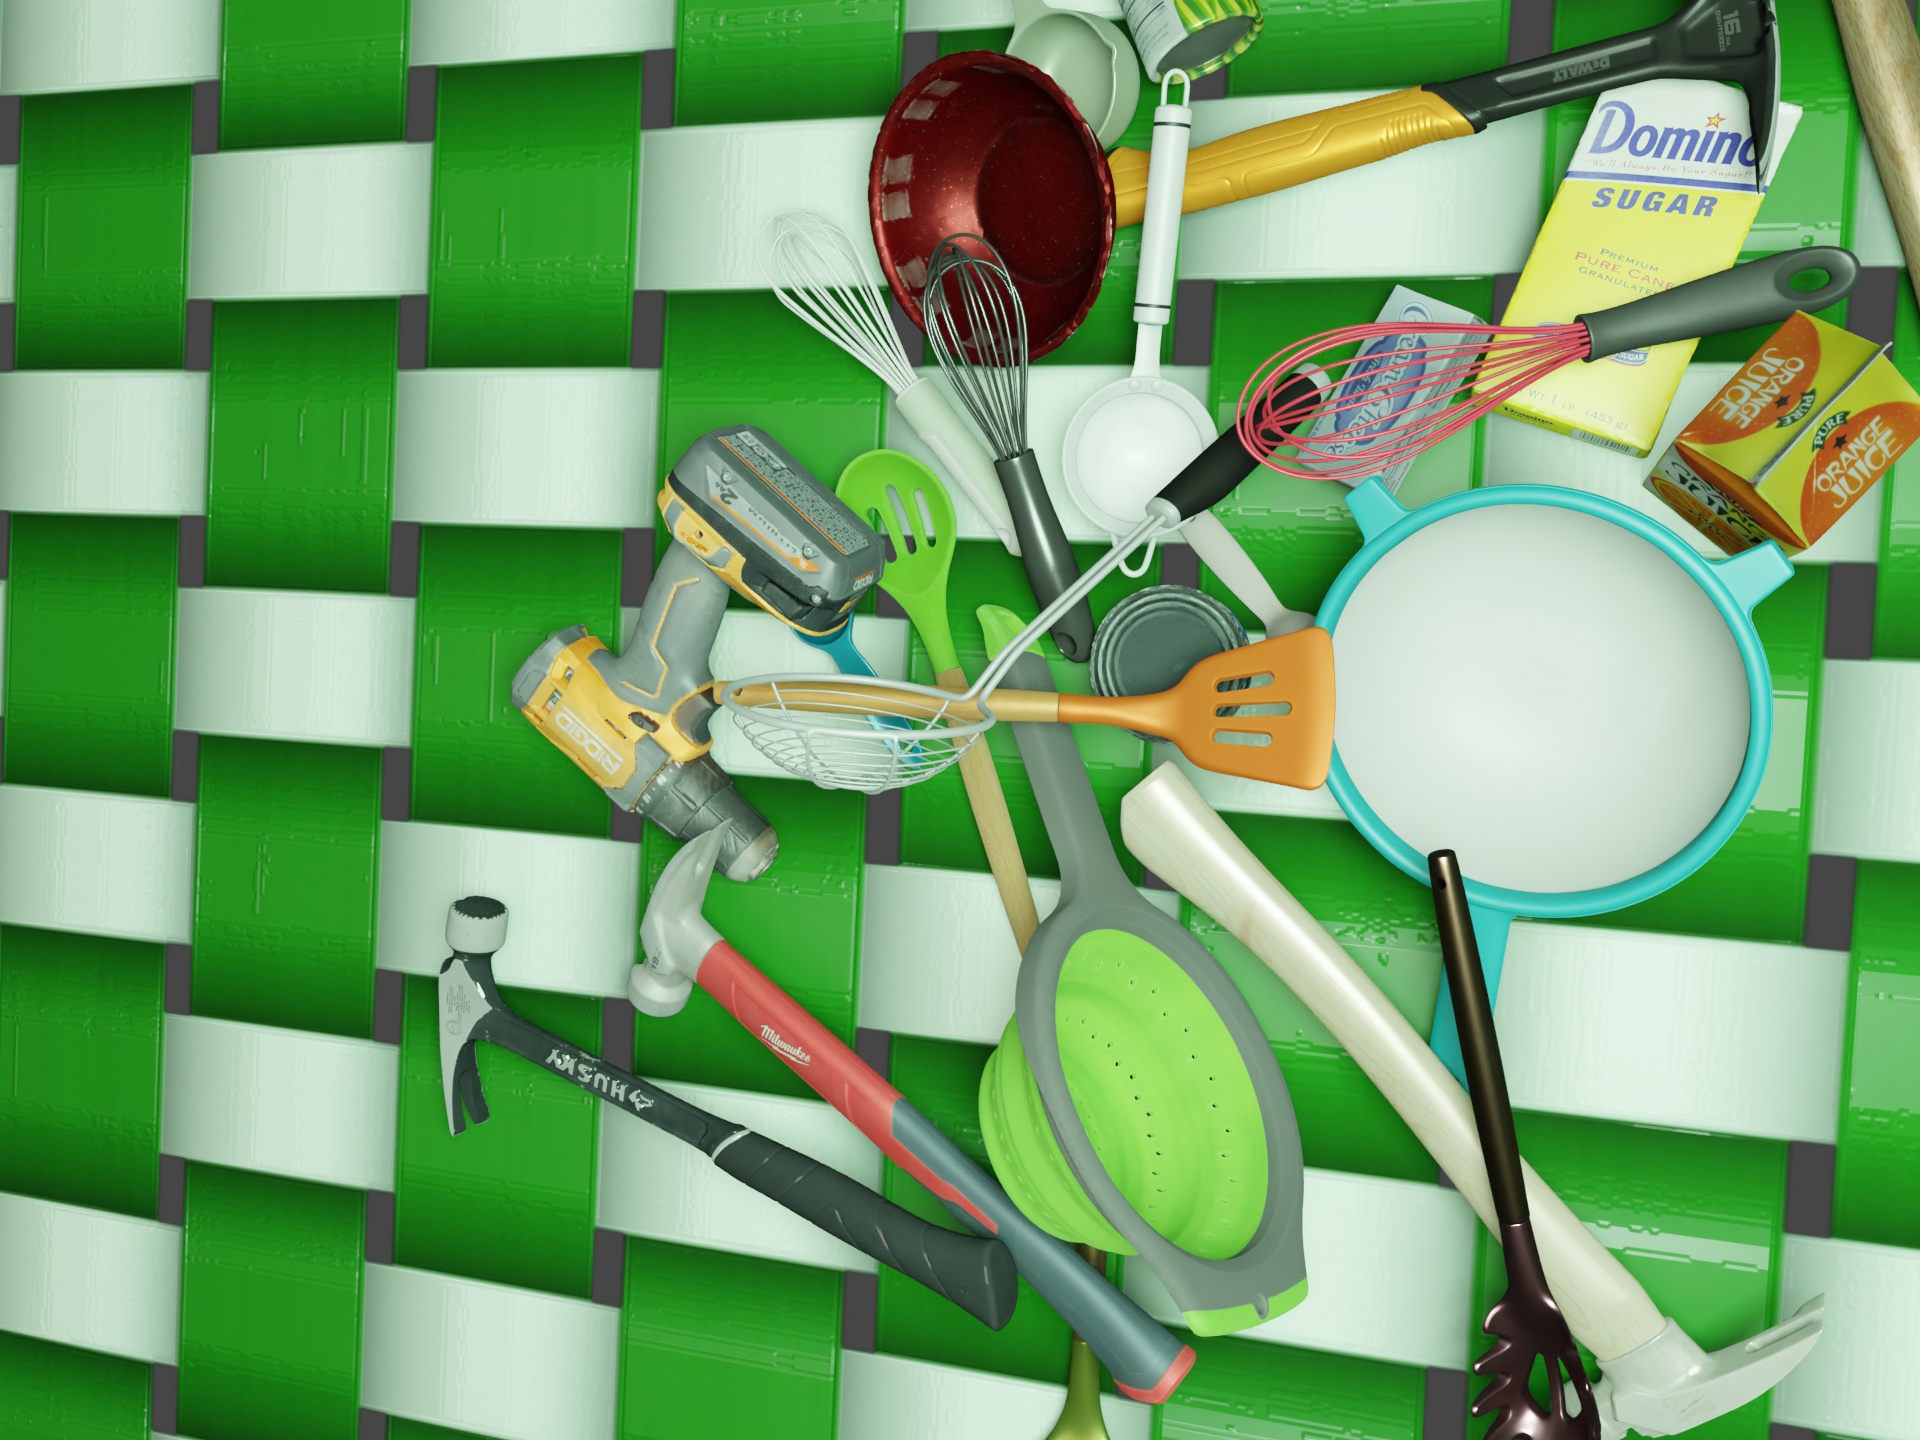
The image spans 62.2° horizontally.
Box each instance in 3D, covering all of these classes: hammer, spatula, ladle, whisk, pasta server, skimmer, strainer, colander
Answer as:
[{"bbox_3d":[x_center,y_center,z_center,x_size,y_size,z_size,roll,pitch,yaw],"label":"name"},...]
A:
[{"bbox_3d":[0.440,-0.323,0.765,0.130,0.031,0.331,-15,87,16],"label":"hammer"},{"bbox_3d":[0.026,-0.010,0.813,0.322,0.041,0.081,2,81,11],"label":"spatula"},{"bbox_3d":[-0.148,0.239,0.906,0.409,0.036,0.149,20,108,25],"label":"hammer"},{"bbox_3d":[0.069,0.318,0.878,0.078,0.062,0.320,4,90,16],"label":"ladle"},{"bbox_3d":[-0.032,-0.192,0.902,0.059,0.057,0.246,-35,85,-20],"label":"whisk"},{"bbox_3d":[0.276,-0.175,0.753,0.296,0.073,0.073,-14,87,4],"label":"whisk"},{"bbox_3d":[0.224,-0.294,0.801,0.337,0.034,0.127,-6,82,26],"label":"hammer"},{"bbox_3d":[-0.027,0.215,0.868,0.386,0.038,0.143,38,127,17],"label":"hammer"},{"bbox_3d":[0.257,0.216,0.759,0.060,0.040,0.316,-7,100,41],"label":"pasta server"},{"bbox_3d":[0.236,0.178,0.802,0.411,0.038,0.146,49,122,8],"label":"hammer"},{"bbox_3d":[0.047,-0.088,0.783,0.363,0.127,0.090,-42,121,-16],"label":"skimmer"},{"bbox_3d":[0.032,-0.141,0.851,0.055,0.055,0.238,-15,107,16],"label":"whisk"},{"bbox_3d":[0.101,-0.207,0.843,0.087,0.050,0.258,3,105,-7],"label":"strainer"},{"bbox_3d":[0.053,0.127,0.840,0.094,0.204,0.397,-34,63,33],"label":"colander"},{"bbox_3d":[0.280,0.041,0.800,0.211,0.095,0.340,15,116,27],"label":"strainer"}]

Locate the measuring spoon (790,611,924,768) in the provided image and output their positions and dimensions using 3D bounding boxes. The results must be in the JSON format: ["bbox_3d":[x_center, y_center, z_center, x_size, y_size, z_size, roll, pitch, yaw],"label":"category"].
[{"bbox_3d":[-0.056,-0.028,0.930,0.042,0.021,0.128,-32,91,23],"label":"measuring spoon"}]

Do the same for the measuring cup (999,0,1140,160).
[{"bbox_3d":[0.047,-0.386,0.861,0.083,0.038,0.167,-18,92,43],"label":"measuring cup"}]

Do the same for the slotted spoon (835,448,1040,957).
[{"bbox_3d":[-0.001,-0.003,0.906,0.070,0.031,0.314,-18,88,16],"label":"slotted spoon"}]

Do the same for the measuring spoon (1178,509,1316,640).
[{"bbox_3d":[0.153,-0.076,0.862,0.034,0.018,0.124,-41,79,14],"label":"measuring spoon"}]

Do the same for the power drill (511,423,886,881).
[{"bbox_3d":[-0.136,-0.029,0.905,0.185,0.084,0.226,43,116,4],"label":"power drill"}]
